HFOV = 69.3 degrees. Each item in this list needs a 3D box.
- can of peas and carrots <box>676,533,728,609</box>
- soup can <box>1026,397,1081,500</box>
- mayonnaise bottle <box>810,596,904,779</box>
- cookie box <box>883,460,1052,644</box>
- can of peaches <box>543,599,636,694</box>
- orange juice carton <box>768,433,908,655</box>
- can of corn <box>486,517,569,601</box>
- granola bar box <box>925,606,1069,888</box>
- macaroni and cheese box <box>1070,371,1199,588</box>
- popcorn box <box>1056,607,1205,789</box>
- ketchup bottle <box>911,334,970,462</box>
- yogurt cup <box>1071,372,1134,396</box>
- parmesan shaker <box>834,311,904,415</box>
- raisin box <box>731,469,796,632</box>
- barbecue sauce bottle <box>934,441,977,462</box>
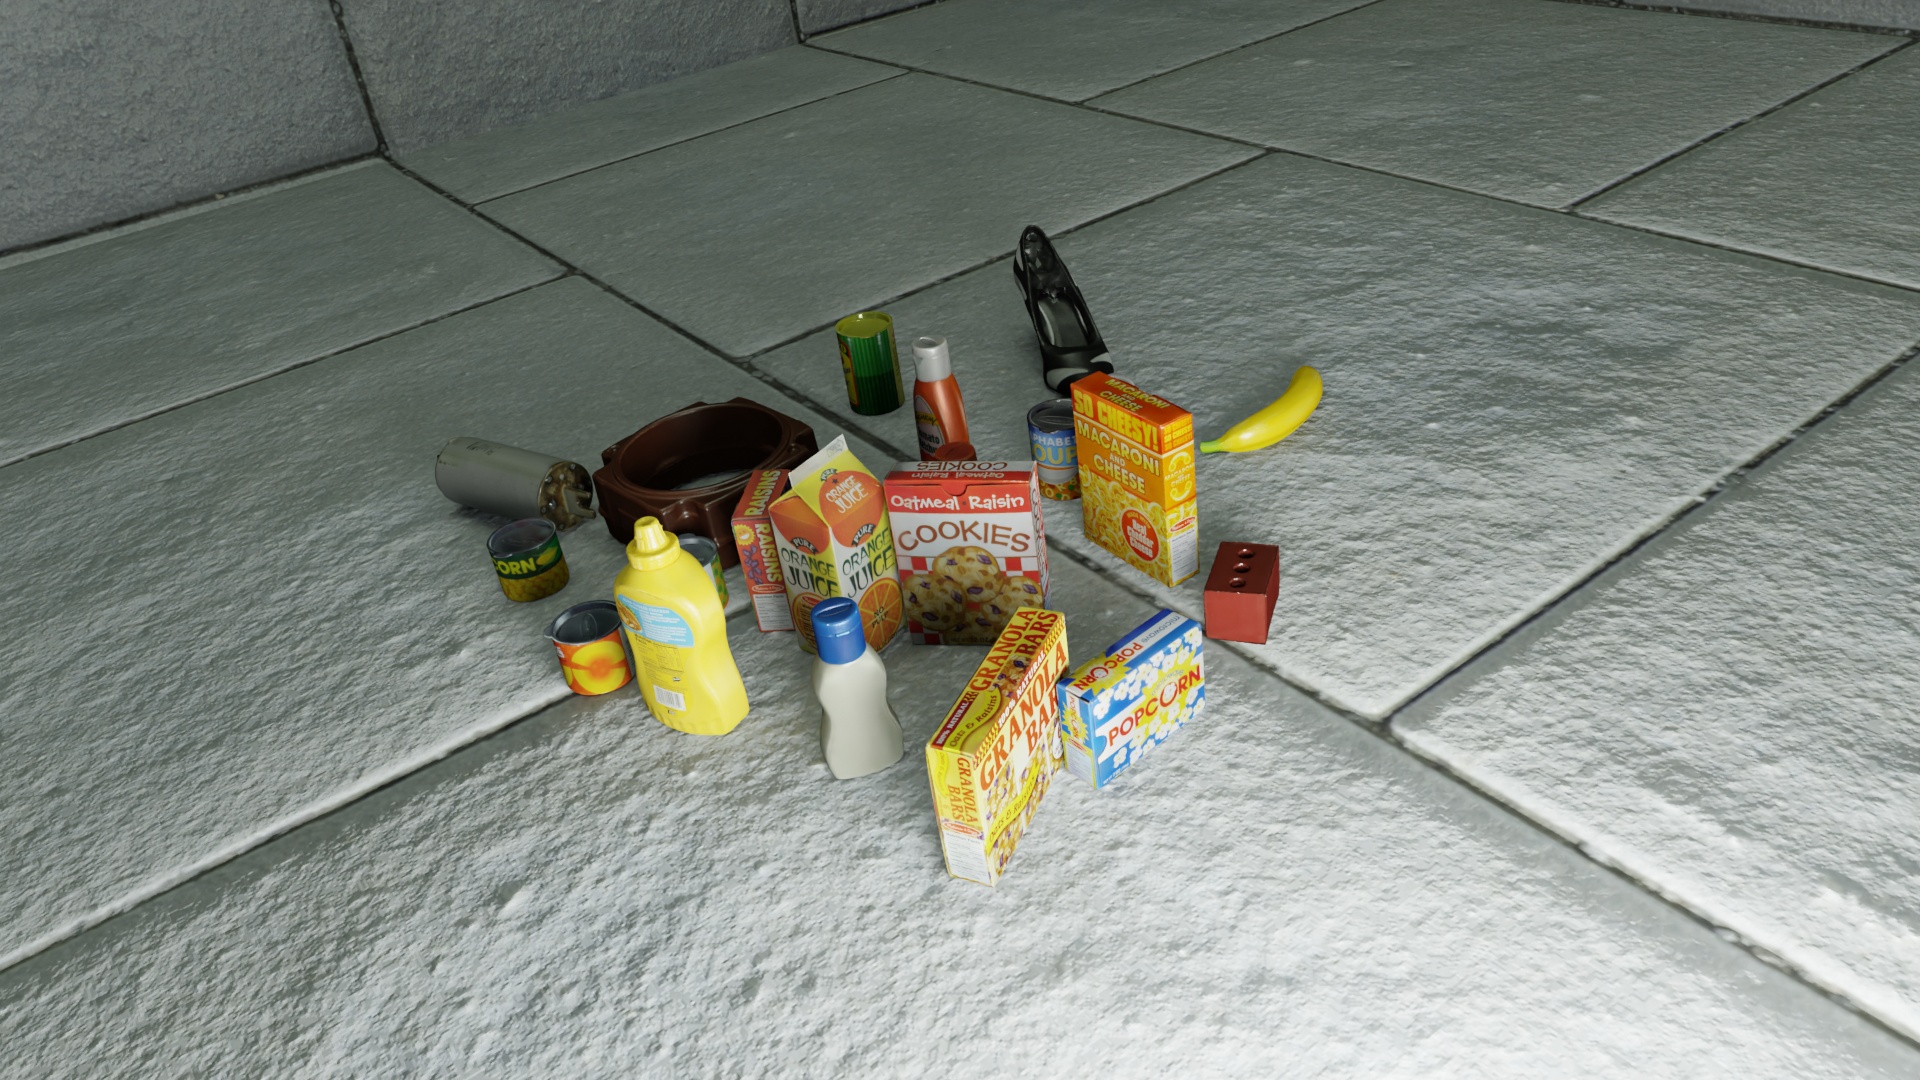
[{"bbox_3d":[-0.254,0.036,1.299,0.071,0.058,0.071,-6,32,4],"label":"can of peas and carrots"},{"bbox_3d":[0.102,-0.090,1.395,0.071,0.083,0.072,-6,32,4],"label":"soup can"},{"bbox_3d":[-0.084,0.112,1.058,0.065,0.147,0.041,-16,33,-13],"label":"mayonnaise bottle"},{"bbox_3d":[0.009,0.013,1.176,0.123,0.166,0.040,0,33,13],"label":"cookie box"},{"bbox_3d":[-0.324,0.095,1.223,0.071,0.057,0.071,-6,32,4],"label":"can of peaches"},{"bbox_3d":[-0.106,0.009,1.184,0.073,0.191,0.072,16,40,34],"label":"orange juice carton"},{"bbox_3d":[-0.425,0.020,1.362,0.071,0.058,0.071,-6,32,4],"label":"can of corn"},{"bbox_3d":[0.033,0.145,1.002,0.039,0.123,0.166,8,36,24],"label":"granola bar box"},{"bbox_3d":[0.158,-0.056,1.252,0.040,0.165,0.124,-26,36,-26],"label":"macaroni and cheese box"},{"bbox_3d":[0.132,0.119,1.058,0.127,0.084,0.038,-30,38,-31],"label":"popcorn box"},{"bbox_3d":[-0.022,-0.139,1.439,0.044,0.148,0.065,-28,37,-28],"label":"ketchup bottle"},{"bbox_3d":[0.155,-0.139,1.488,0.072,0.053,0.073,-6,32,4],"label":"yogurt cup"},{"bbox_3d":[-0.103,-0.202,1.599,0.071,0.102,0.072,-6,32,4],"label":"parmesan shaker"},{"bbox_3d":[-0.169,0.009,1.263,0.040,0.122,0.086,-2,33,10],"label":"raisin box"},{"bbox_3d":[0.004,-0.016,1.239,0.044,0.147,0.065,12,37,29],"label":"barbecue sauce bottle"}]
